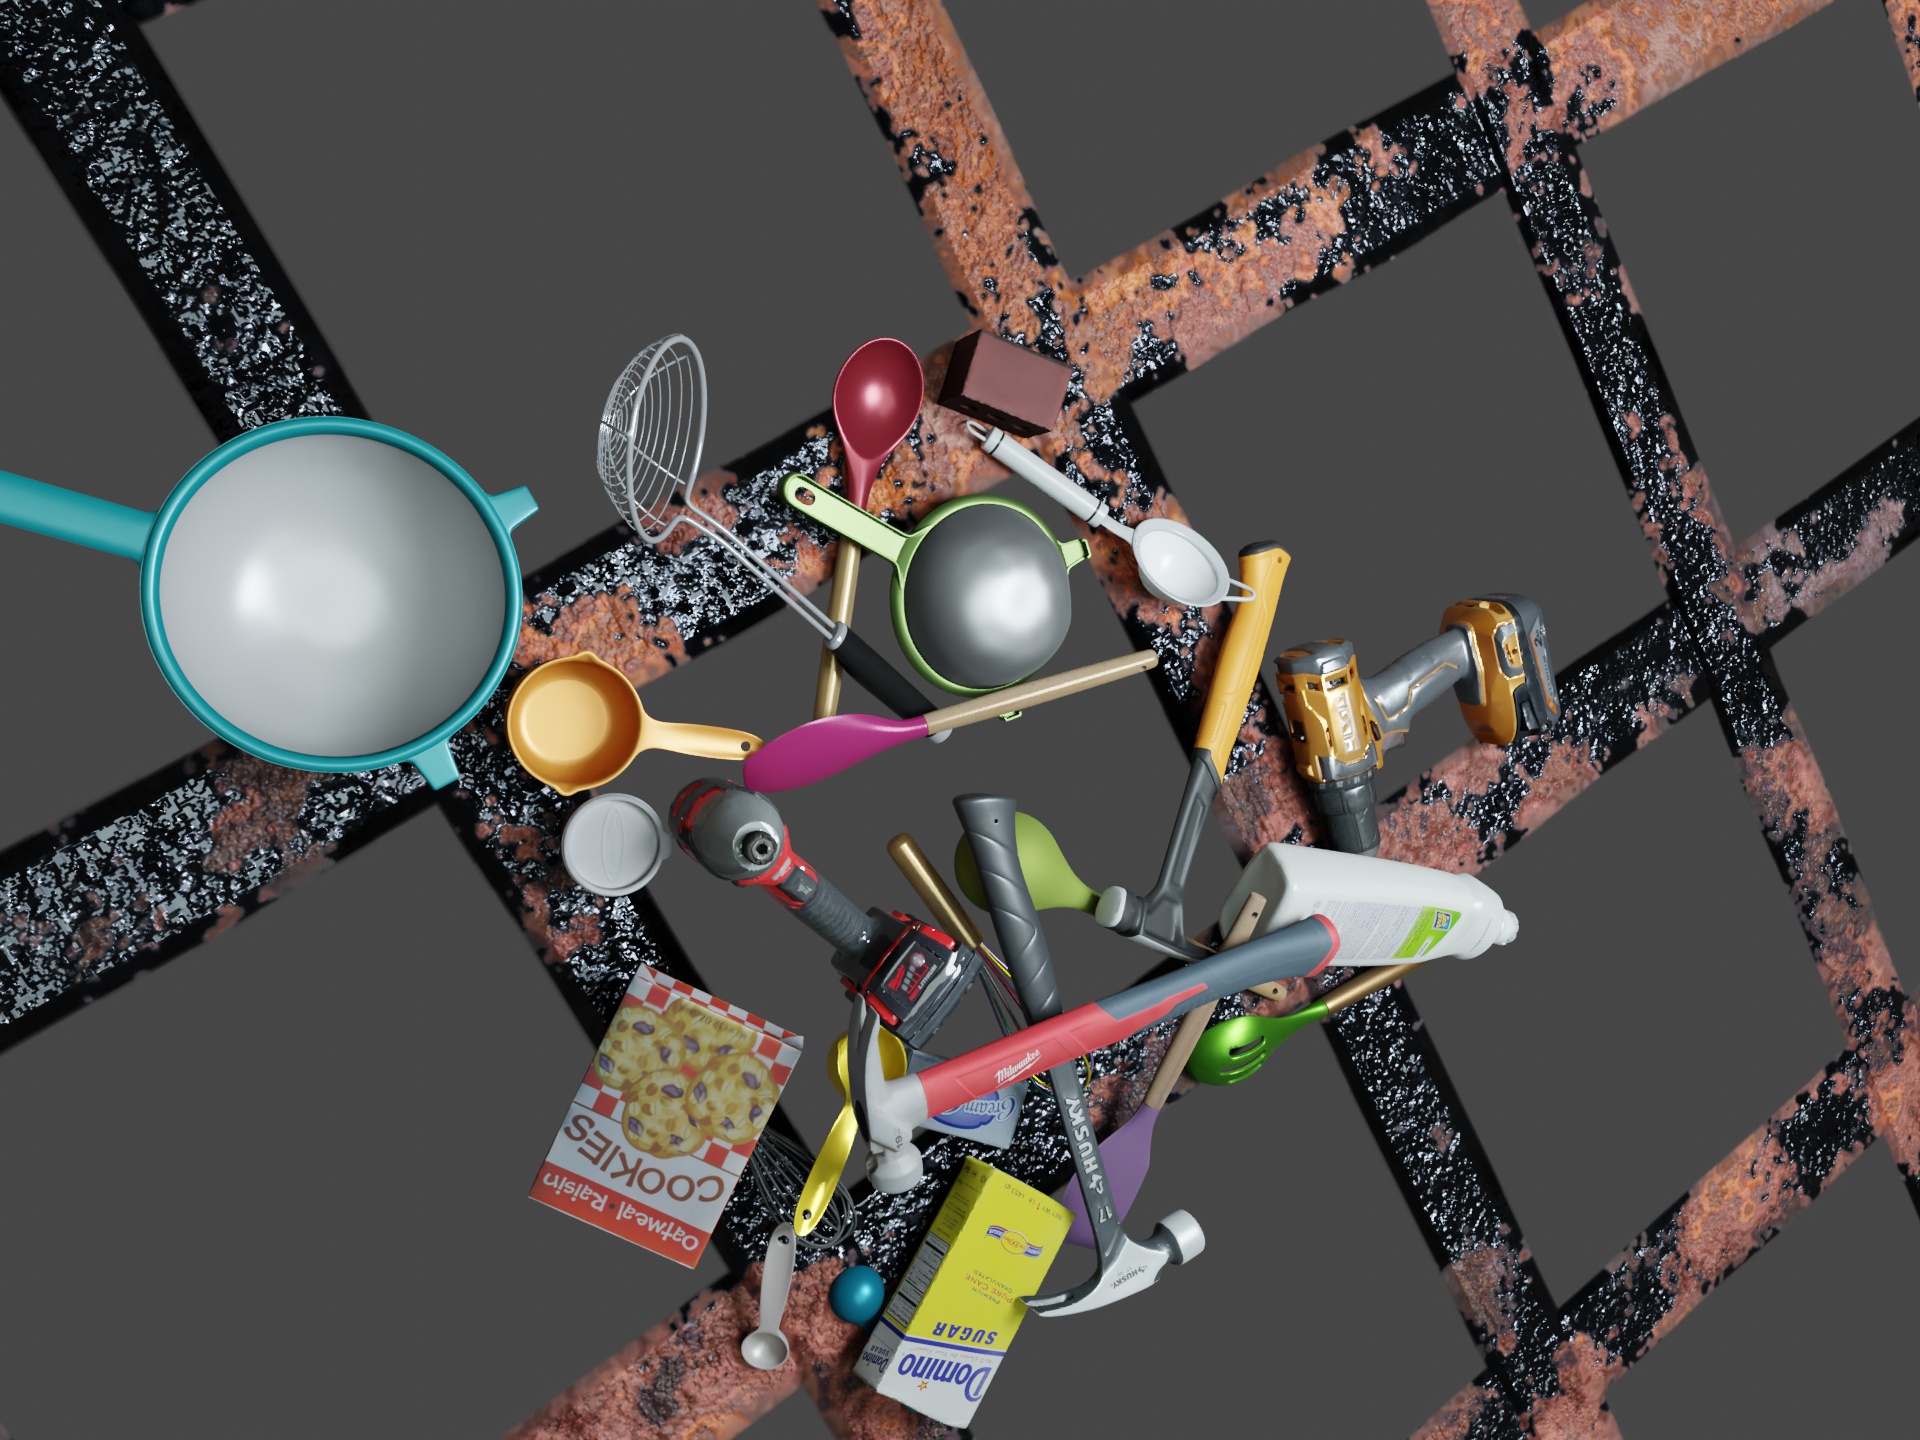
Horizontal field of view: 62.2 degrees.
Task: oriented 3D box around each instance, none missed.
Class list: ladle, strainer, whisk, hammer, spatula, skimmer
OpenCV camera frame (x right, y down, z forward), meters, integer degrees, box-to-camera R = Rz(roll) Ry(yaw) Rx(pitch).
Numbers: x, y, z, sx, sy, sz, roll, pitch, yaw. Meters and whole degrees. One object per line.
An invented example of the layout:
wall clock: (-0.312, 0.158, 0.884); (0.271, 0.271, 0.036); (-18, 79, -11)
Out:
ladle: (-0.079, -0.115, 1.137); (0.069, 0.031, 0.315); (9, 91, -27)
strainer: (-0.440, -0.091, 0.956); (0.340, 0.095, 0.211); (17, 83, -20)
whisk: (-0.156, 0.281, 1.116); (0.055, 0.055, 0.239); (-41, 101, -15)
hammer: (0.203, 0.019, 1.231); (0.127, 0.034, 0.337); (26, 75, -30)
ladle: (0.131, 0.156, 1.233); (0.320, 0.062, 0.078); (28, 83, -28)
strainer: (-0.011, -0.109, 1.122); (0.256, 0.069, 0.151); (27, 84, -30)
strainer: (0.109, -0.152, 1.204); (0.258, 0.050, 0.087); (33, 44, -14)
spatula: (0.155, 0.270, 1.210); (0.059, 0.018, 0.316); (21, 102, -21)
hammer: (0.103, 0.196, 1.107); (0.386, 0.038, 0.143); (-17, 117, -23)
skimmer: (-0.103, -0.099, 1.052); (0.362, 0.090, 0.127); (43, 48, -33)
whisk: (0.018, 0.186, 1.184); (0.051, 0.047, 0.245); (-41, 102, -28)
hammer: (0.064, 0.241, 1.149); (0.149, 0.036, 0.408); (-22, 104, -25)

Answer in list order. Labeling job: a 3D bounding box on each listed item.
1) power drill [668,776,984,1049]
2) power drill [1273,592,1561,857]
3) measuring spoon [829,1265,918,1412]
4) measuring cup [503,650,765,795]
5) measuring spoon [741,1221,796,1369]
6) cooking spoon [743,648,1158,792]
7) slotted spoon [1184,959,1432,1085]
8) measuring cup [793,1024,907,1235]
power drill: (-0.096, 0.124, 1.079); (0.219, 0.143, 0.078); (42, 78, -21)
power drill: (0.374, 0.004, 1.300); (0.226, 0.084, 0.185); (-18, 101, -16)
measuring spoon: (-0.055, 0.462, 1.174); (0.042, 0.021, 0.128); (-29, 102, -18)
measuring cup: (-0.220, 0.007, 1.072); (0.173, 0.052, 0.095); (9, 89, -24)
measuring spoon: (-0.131, 0.405, 1.127); (0.034, 0.018, 0.124); (10, 108, -1)
cooking spoon: (-0.002, -0.004, 1.134); (0.319, 0.068, 0.017); (-17, 54, -17)
slotted spoon: (0.319, 0.224, 1.310); (0.313, 0.031, 0.070); (-22, 127, -23)
measuring cup: (-0.088, 0.289, 1.128); (0.062, 0.029, 0.157); (34, 62, -20)
